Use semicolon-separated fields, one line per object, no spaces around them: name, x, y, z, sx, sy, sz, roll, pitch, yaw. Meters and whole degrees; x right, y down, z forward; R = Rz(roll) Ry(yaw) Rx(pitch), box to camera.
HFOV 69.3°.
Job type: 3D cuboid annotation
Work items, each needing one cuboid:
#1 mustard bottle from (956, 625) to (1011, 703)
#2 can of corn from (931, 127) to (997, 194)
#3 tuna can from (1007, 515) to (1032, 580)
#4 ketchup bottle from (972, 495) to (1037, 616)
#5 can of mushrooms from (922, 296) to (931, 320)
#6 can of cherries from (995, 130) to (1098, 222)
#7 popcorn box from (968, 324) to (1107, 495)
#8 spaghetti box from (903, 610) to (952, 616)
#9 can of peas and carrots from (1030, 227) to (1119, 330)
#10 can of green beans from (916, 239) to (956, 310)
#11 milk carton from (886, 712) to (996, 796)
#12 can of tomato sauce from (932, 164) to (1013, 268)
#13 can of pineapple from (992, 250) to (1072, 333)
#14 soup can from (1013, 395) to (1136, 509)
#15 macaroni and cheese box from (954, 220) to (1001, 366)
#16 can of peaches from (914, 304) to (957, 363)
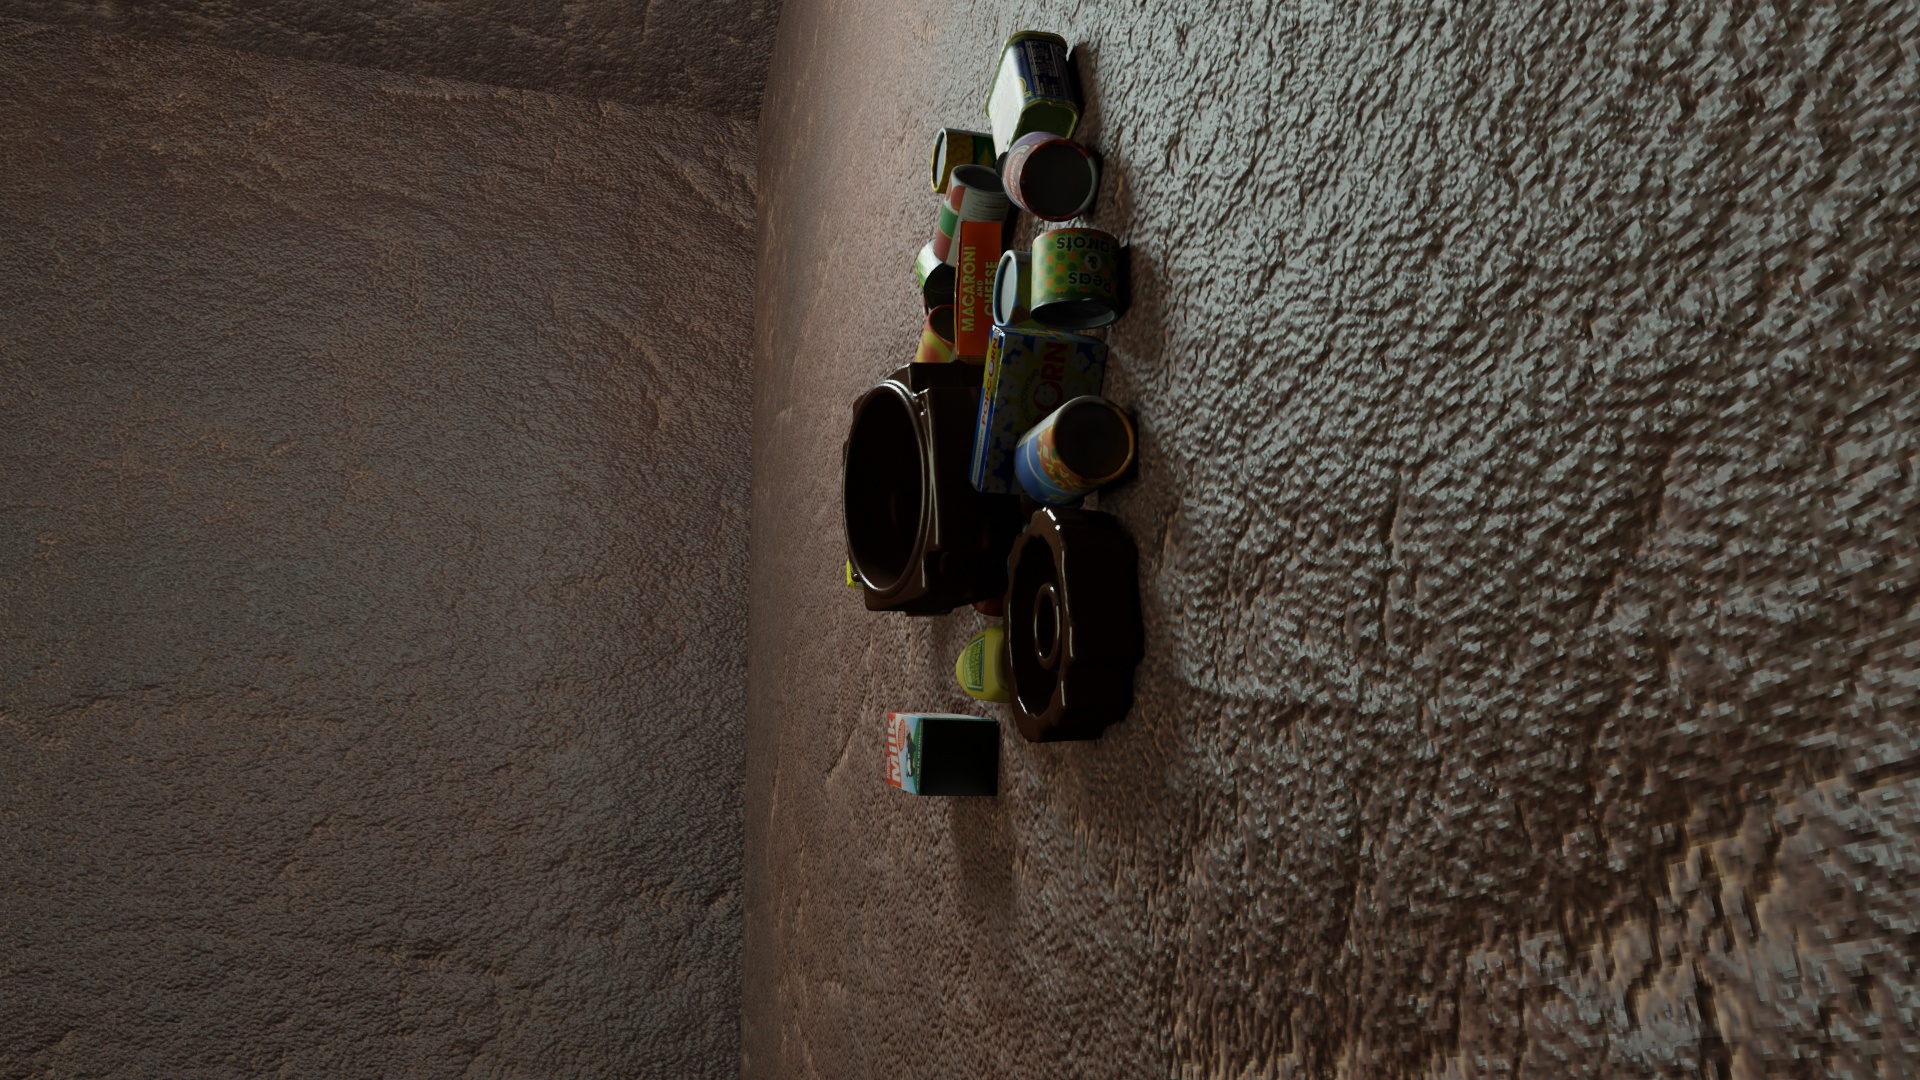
mustard bottle;0.027;0.112;1.213;0.160;0.049;0.065;147;127;-71
can of corn;0.005;-0.377;1.400;0.071;0.058;0.071;-175;89;-75
tuna can;0.063;0.014;1.136;0.071;0.033;0.071;-175;89;-75
ketchup bottle;0.041;-0.010;1.206;0.065;0.043;0.148;-109;28;-56
can of mushrooms;-0.018;-0.267;1.509;0.071;0.033;0.071;-174;89;-74
can of cherries;0.069;-0.292;1.115;0.058;0.071;0.071;-121;38;-65
popcorn box;0.059;-0.098;1.076;0.038;0.085;0.126;-130;46;-67
spaghetti box;0.005;-0.016;1.272;0.248;0.050;0.029;-63;38;42
can of peas and carrots;0.086;-0.195;1.036;0.071;0.071;0.059;148;125;-72
can of green beans;-0.009;-0.269;1.414;0.058;0.071;0.071;-105;24;-52
milk carton;-0.026;0.204;1.342;0.190;0.073;0.072;163;109;-74
can of tomato sauce;0.013;-0.311;1.338;0.071;0.071;0.082;-105;25;-50
can of pineapple;0.063;-0.201;1.141;0.071;0.058;0.071;-175;89;-75
soup can;0.084;-0.062;1.015;0.083;0.071;0.071;149;123;-72
macaroni and cheese box;0.016;-0.201;1.265;0.166;0.040;0.124;84;-173;-80
can of peaches;-0.010;-0.195;1.390;0.057;0.071;0.071;111;157;-47
